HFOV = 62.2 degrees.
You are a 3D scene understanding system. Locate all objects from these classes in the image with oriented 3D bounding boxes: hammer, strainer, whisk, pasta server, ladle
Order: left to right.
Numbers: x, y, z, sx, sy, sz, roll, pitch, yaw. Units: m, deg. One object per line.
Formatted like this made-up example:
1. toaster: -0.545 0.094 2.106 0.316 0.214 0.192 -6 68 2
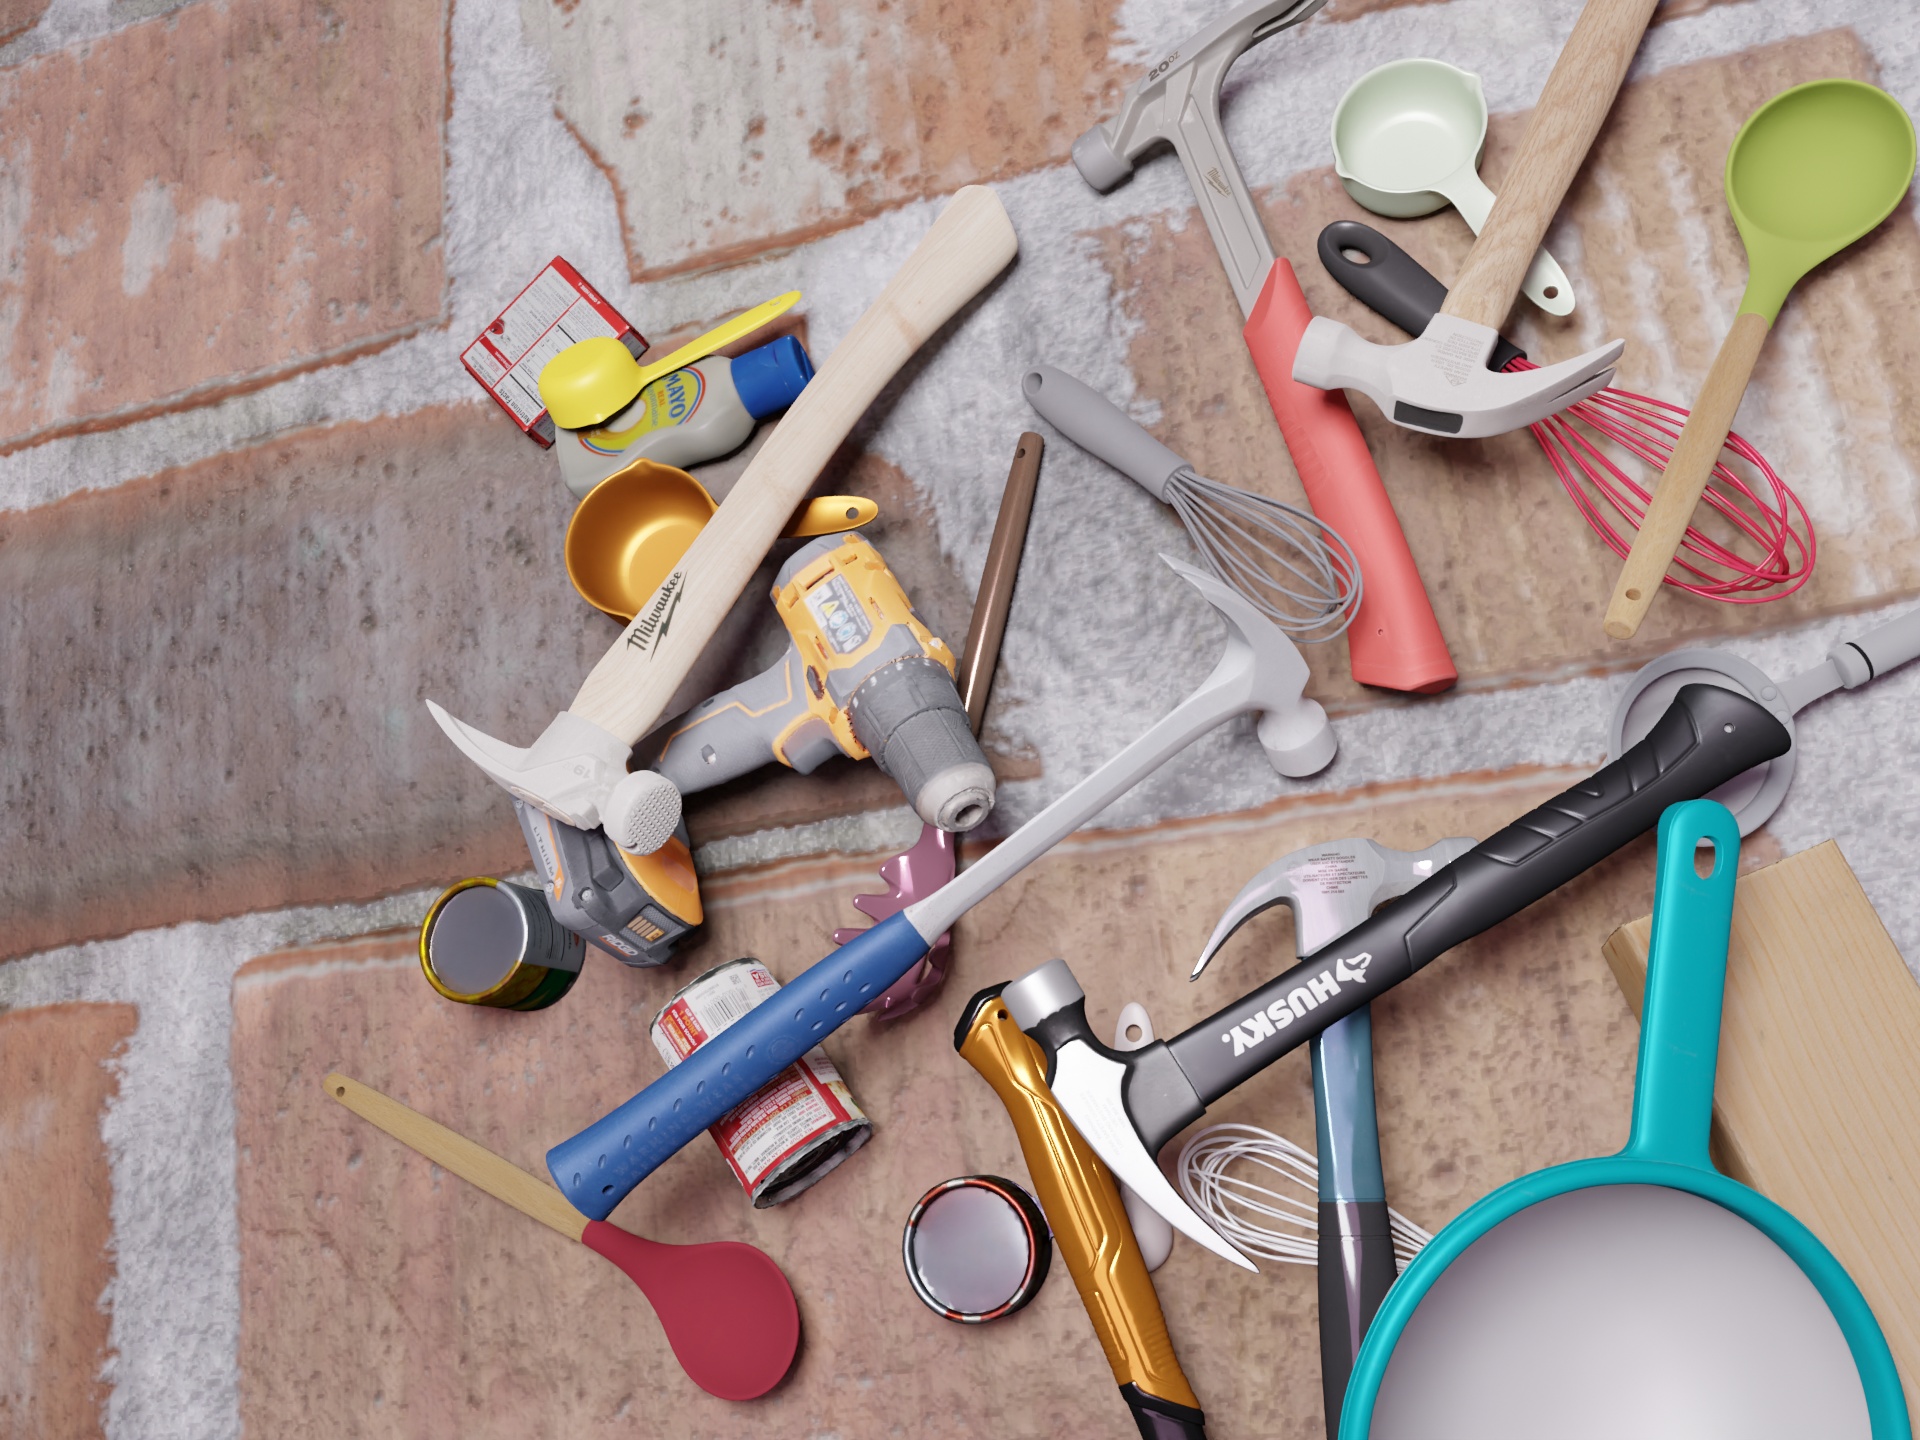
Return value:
1. ladle: -0.211 0.251 0.815 0.315 0.031 0.069 21 81 22
2. hammer: -0.101 -0.126 0.817 0.146 0.038 0.411 22 68 28
3. hammer: -0.014 0.083 0.713 0.405 0.143 0.035 -37 41 -2
4. pasta server: -0.001 -0.003 0.809 0.060 0.040 0.316 6 77 33
5. hammer: 0.085 0.270 0.694 0.127 0.034 0.337 -22 72 -7
6. whisk: 0.106 -0.115 0.787 0.055 0.055 0.239 -46 55 2
7. hammer: 0.172 -0.182 0.786 0.149 0.036 0.359 -28 72 32
8. hammer: 0.165 0.213 0.658 0.128 0.033 0.331 -3 75 7
9. hammer: 0.194 0.088 0.654 0.335 0.035 0.146 -31 73 -3
10. whisk: 0.211 0.234 0.683 0.246 0.058 0.059 18 113 16
11. whisk: 0.276 -0.155 0.756 0.073 0.073 0.296 -43 62 3
12. hammer: 0.283 -0.270 0.752 0.130 0.031 0.331 24 72 18
13. strainer: 0.235 0.199 0.592 0.211 0.095 0.340 12 81 -7
14. ladle: 0.336 -0.162 0.685 0.078 0.062 0.320 21 62 23
15. strainer: 0.382 -0.019 0.698 0.258 0.050 0.087 -27 91 3

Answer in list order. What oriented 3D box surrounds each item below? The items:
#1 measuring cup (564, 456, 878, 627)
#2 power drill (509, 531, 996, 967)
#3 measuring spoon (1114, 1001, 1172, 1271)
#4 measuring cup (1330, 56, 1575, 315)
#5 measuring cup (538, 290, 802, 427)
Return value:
1. measuring cup: -0.124 -0.095 0.863 0.173 0.052 0.095 -6 73 9
2. power drill: -0.098 0.029 0.788 0.226 0.084 0.186 -36 51 4
3. measuring spoon: 0.081 0.194 0.745 0.034 0.018 0.124 -3 75 16
4. measuring cup: 0.252 -0.258 0.798 0.083 0.038 0.168 -34 72 6
5. measuring cup: -0.163 -0.210 0.878 0.156 0.029 0.062 -25 38 6
